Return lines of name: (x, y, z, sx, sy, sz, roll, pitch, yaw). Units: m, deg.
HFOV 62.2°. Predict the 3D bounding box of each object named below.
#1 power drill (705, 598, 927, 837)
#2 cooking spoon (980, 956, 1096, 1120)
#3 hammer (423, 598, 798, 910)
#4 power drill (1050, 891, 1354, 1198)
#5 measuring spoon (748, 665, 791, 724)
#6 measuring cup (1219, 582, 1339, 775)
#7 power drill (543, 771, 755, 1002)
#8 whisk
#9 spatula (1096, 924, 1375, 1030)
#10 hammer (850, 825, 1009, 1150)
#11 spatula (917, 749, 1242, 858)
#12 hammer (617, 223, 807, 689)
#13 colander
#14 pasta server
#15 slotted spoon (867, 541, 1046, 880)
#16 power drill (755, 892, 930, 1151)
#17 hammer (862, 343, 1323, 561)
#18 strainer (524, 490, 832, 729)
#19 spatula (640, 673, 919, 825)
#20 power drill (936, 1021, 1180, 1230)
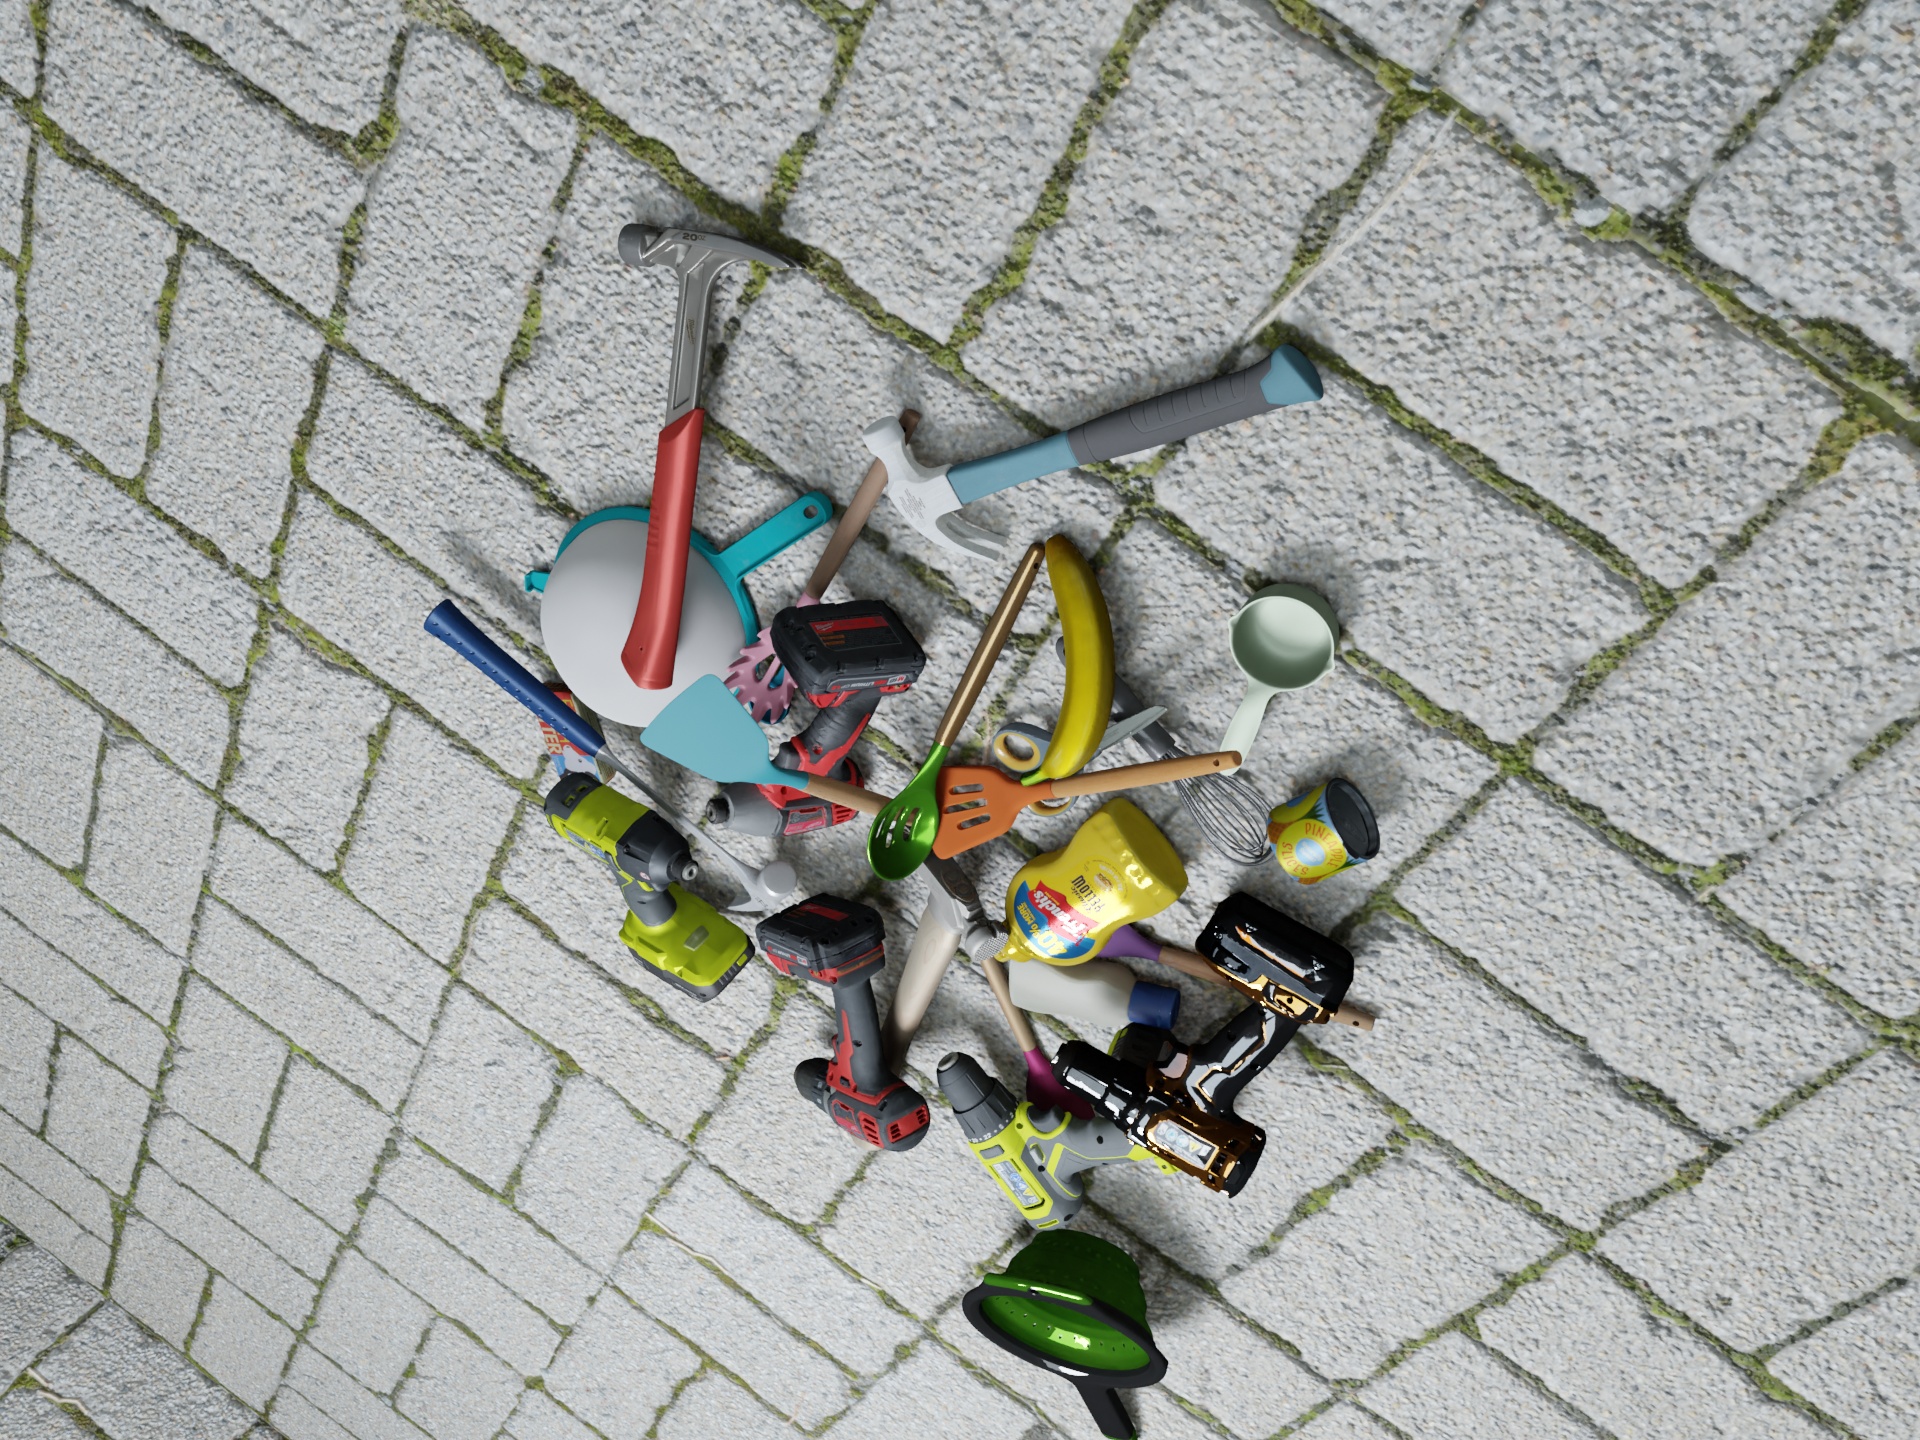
power drill: (-0.125, 0.010, 1.313, 0.079, 0.143, 0.219, 53, 135, 32)
cooking spoon: (0.054, 0.282, 1.469, 0.069, 0.017, 0.318, -10, 115, 31)
hammer: (-0.321, 0.037, 1.450, 0.405, 0.035, 0.144, 41, 156, -3)
power drill: (0.194, 0.253, 1.294, 0.185, 0.084, 0.226, 29, 105, 8)
measuring spoon: (-0.139, -0.047, 1.368, 0.042, 0.021, 0.128, 46, 120, 9)
measuring cup: (0.226, -0.029, 1.179, 0.083, 0.038, 0.167, 25, 129, 11)
power drill: (-0.277, 0.157, 1.462, 0.171, 0.080, 0.223, 24, 149, 33)
whisk: (0.161, 0.021, 1.239, 0.239, 0.055, 0.055, 46, 128, 0)
spatula: (0.195, 0.204, 1.351, 0.316, 0.018, 0.059, 17, 121, 18)
hammer: (-0.058, 0.271, 1.491, 0.146, 0.038, 0.410, 50, 141, 30)
spatula: (0.086, 0.053, 1.245, 0.322, 0.041, 0.081, -13, 89, 48)
hammer: (-0.213, -0.195, 1.240, 0.149, 0.037, 0.359, 16, 109, 19)
colander: (0.134, 0.617, 1.606, 0.204, 0.095, 0.396, 3, 138, 25)
pasta server: (-0.110, -0.119, 1.281, 0.060, 0.040, 0.316, 32, 124, -2)
slotted spoon: (-0.002, -0.004, 1.274, 0.031, 0.070, 0.313, 48, 121, 41)
power drill: (-0.118, 0.281, 1.484, 0.188, 0.080, 0.226, 6, 114, 54)
hammer: (0.094, -0.200, 1.134, 0.331, 0.033, 0.128, -13, 121, 30)
strainer: (-0.241, -0.094, 1.336, 0.340, 0.095, 0.211, -27, 105, 38)
spatula: (-0.112, 0.044, 1.278, 0.082, 0.317, 0.044, -41, 55, 20)
power drill: (0.102, 0.356, 1.440, 0.228, 0.080, 0.190, -28, 104, 32)
